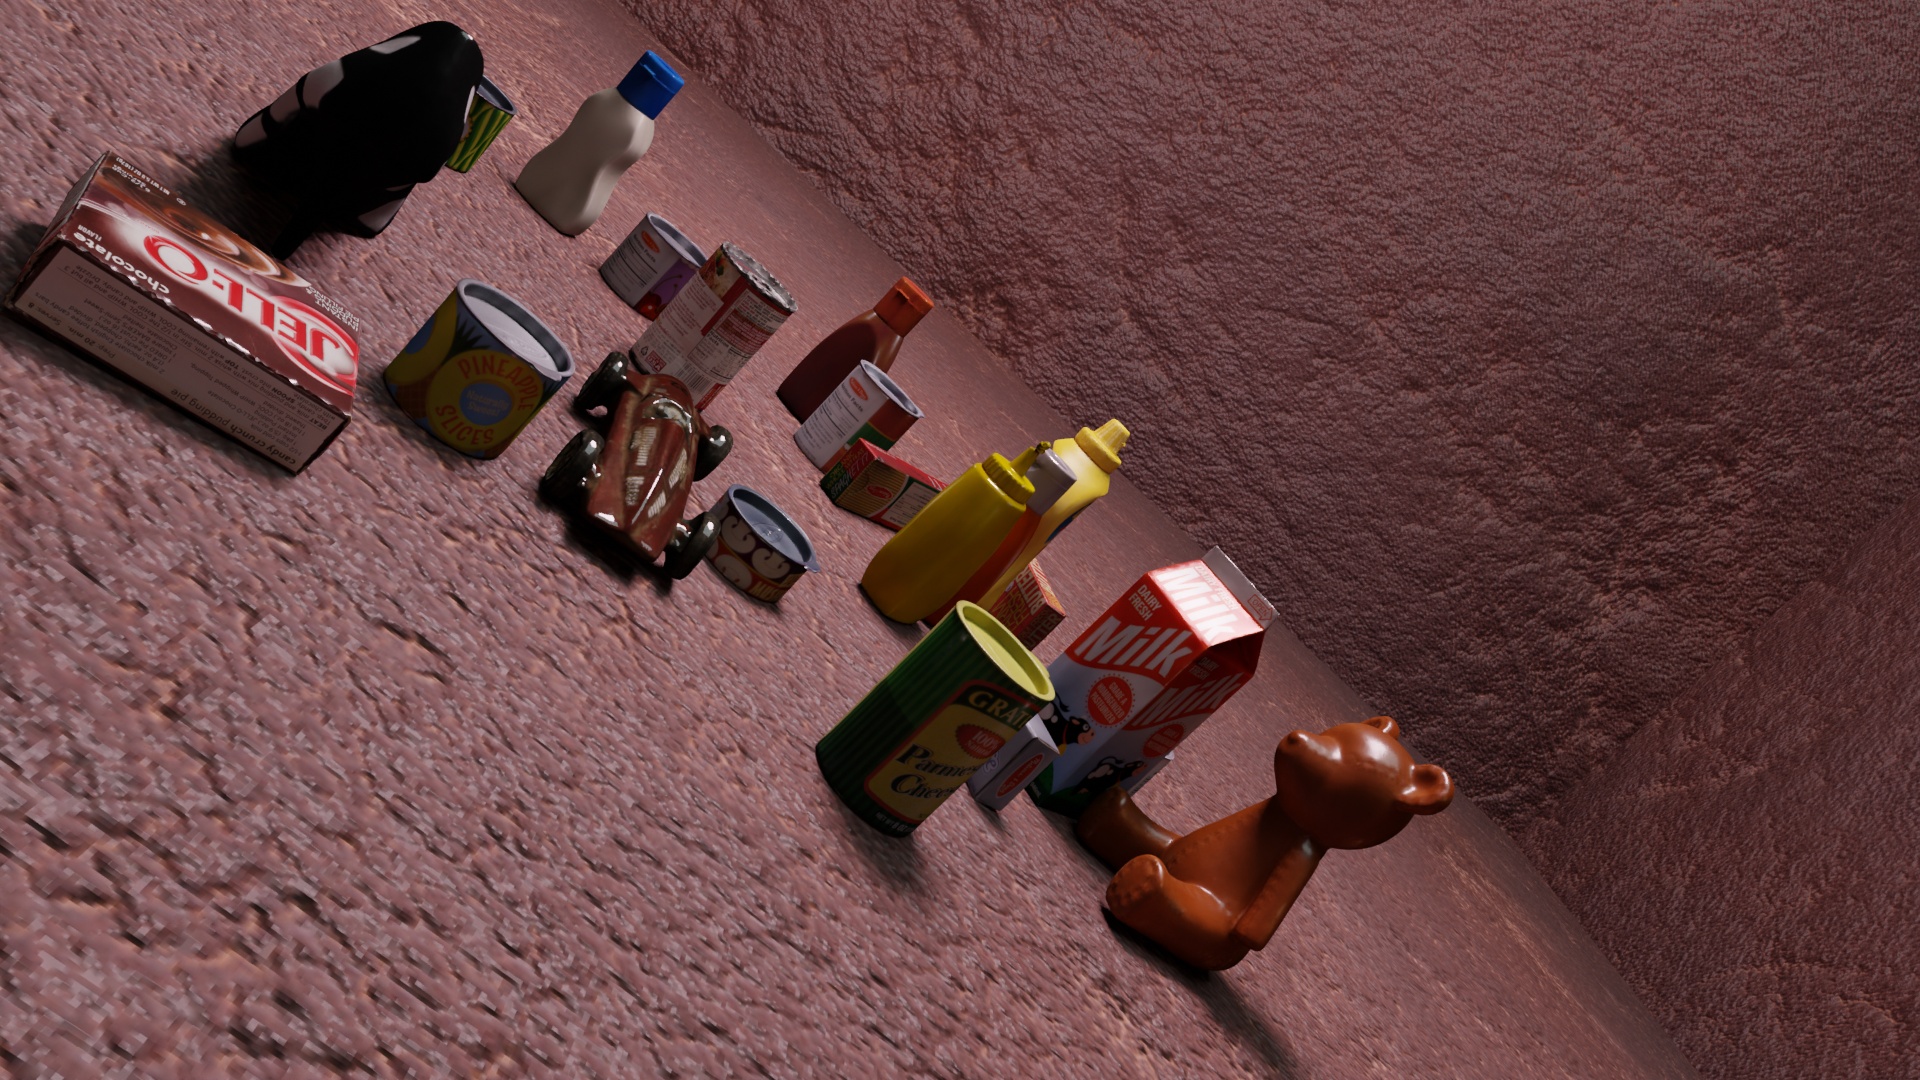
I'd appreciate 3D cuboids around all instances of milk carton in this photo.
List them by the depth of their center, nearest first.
[{"bbox_3d":[0.117,0.091,0.899,0.073,0.190,0.072,31,17,-50],"label":"milk carton"}]

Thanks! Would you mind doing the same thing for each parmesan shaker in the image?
[{"bbox_3d":[-0.011,0.090,0.688,0.071,0.103,0.071,42,12,-11],"label":"parmesan shaker"}]

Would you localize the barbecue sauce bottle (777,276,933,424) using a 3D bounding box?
[{"bbox_3d":[-0.086,-0.158,1.180,0.065,0.148,0.044,48,12,15],"label":"barbecue sauce bottle"}]

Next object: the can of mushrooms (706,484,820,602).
[{"bbox_3d":[-0.116,0.003,0.801,0.071,0.033,0.071,42,12,-11],"label":"can of mushrooms"}]

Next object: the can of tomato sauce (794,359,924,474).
[{"bbox_3d":[-0.082,-0.093,1.126,0.071,0.083,0.071,42,12,-11],"label":"can of tomato sauce"}]

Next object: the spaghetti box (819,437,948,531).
[{"bbox_3d":[-0.027,-0.025,1.161,0.029,0.050,0.250,51,13,29],"label":"spaghetti box"}]

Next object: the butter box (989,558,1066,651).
[{"bbox_3d":[0.050,0.050,1.152,0.024,0.053,0.104,39,13,-27],"label":"butter box"}]

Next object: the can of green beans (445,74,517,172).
[{"bbox_3d":[-0.360,-0.305,0.985,0.071,0.057,0.071,42,12,-11],"label":"can of green beans"}]

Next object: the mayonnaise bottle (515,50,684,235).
[{"bbox_3d":[-0.272,-0.307,1.065,0.065,0.148,0.041,45,11,4],"label":"mayonnaise bottle"}]

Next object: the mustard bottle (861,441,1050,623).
[{"bbox_3d":[0.003,-0.012,0.946,0.049,0.160,0.065,49,12,23],"label":"mustard bottle"}]

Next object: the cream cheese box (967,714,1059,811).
[{"bbox_3d":[0.017,0.109,0.838,0.024,0.053,0.104,37,14,-35],"label":"cream cheese box"}]

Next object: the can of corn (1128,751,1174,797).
[{"bbox_3d":[0.107,0.148,0.992,0.071,0.058,0.071,42,12,-11],"label":"can of corn"}]

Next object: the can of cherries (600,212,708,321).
[{"bbox_3d":[-0.234,-0.210,1.080,0.071,0.058,0.072,42,12,-11],"label":"can of cherries"}]

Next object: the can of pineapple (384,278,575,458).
[{"bbox_3d":[-0.227,-0.080,0.657,0.071,0.057,0.071,42,12,-11],"label":"can of pineapple"}]

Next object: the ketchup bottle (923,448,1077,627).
[{"bbox_3d":[0.021,-0.004,1.008,0.043,0.148,0.065,35,14,-39],"label":"ketchup bottle"}]
